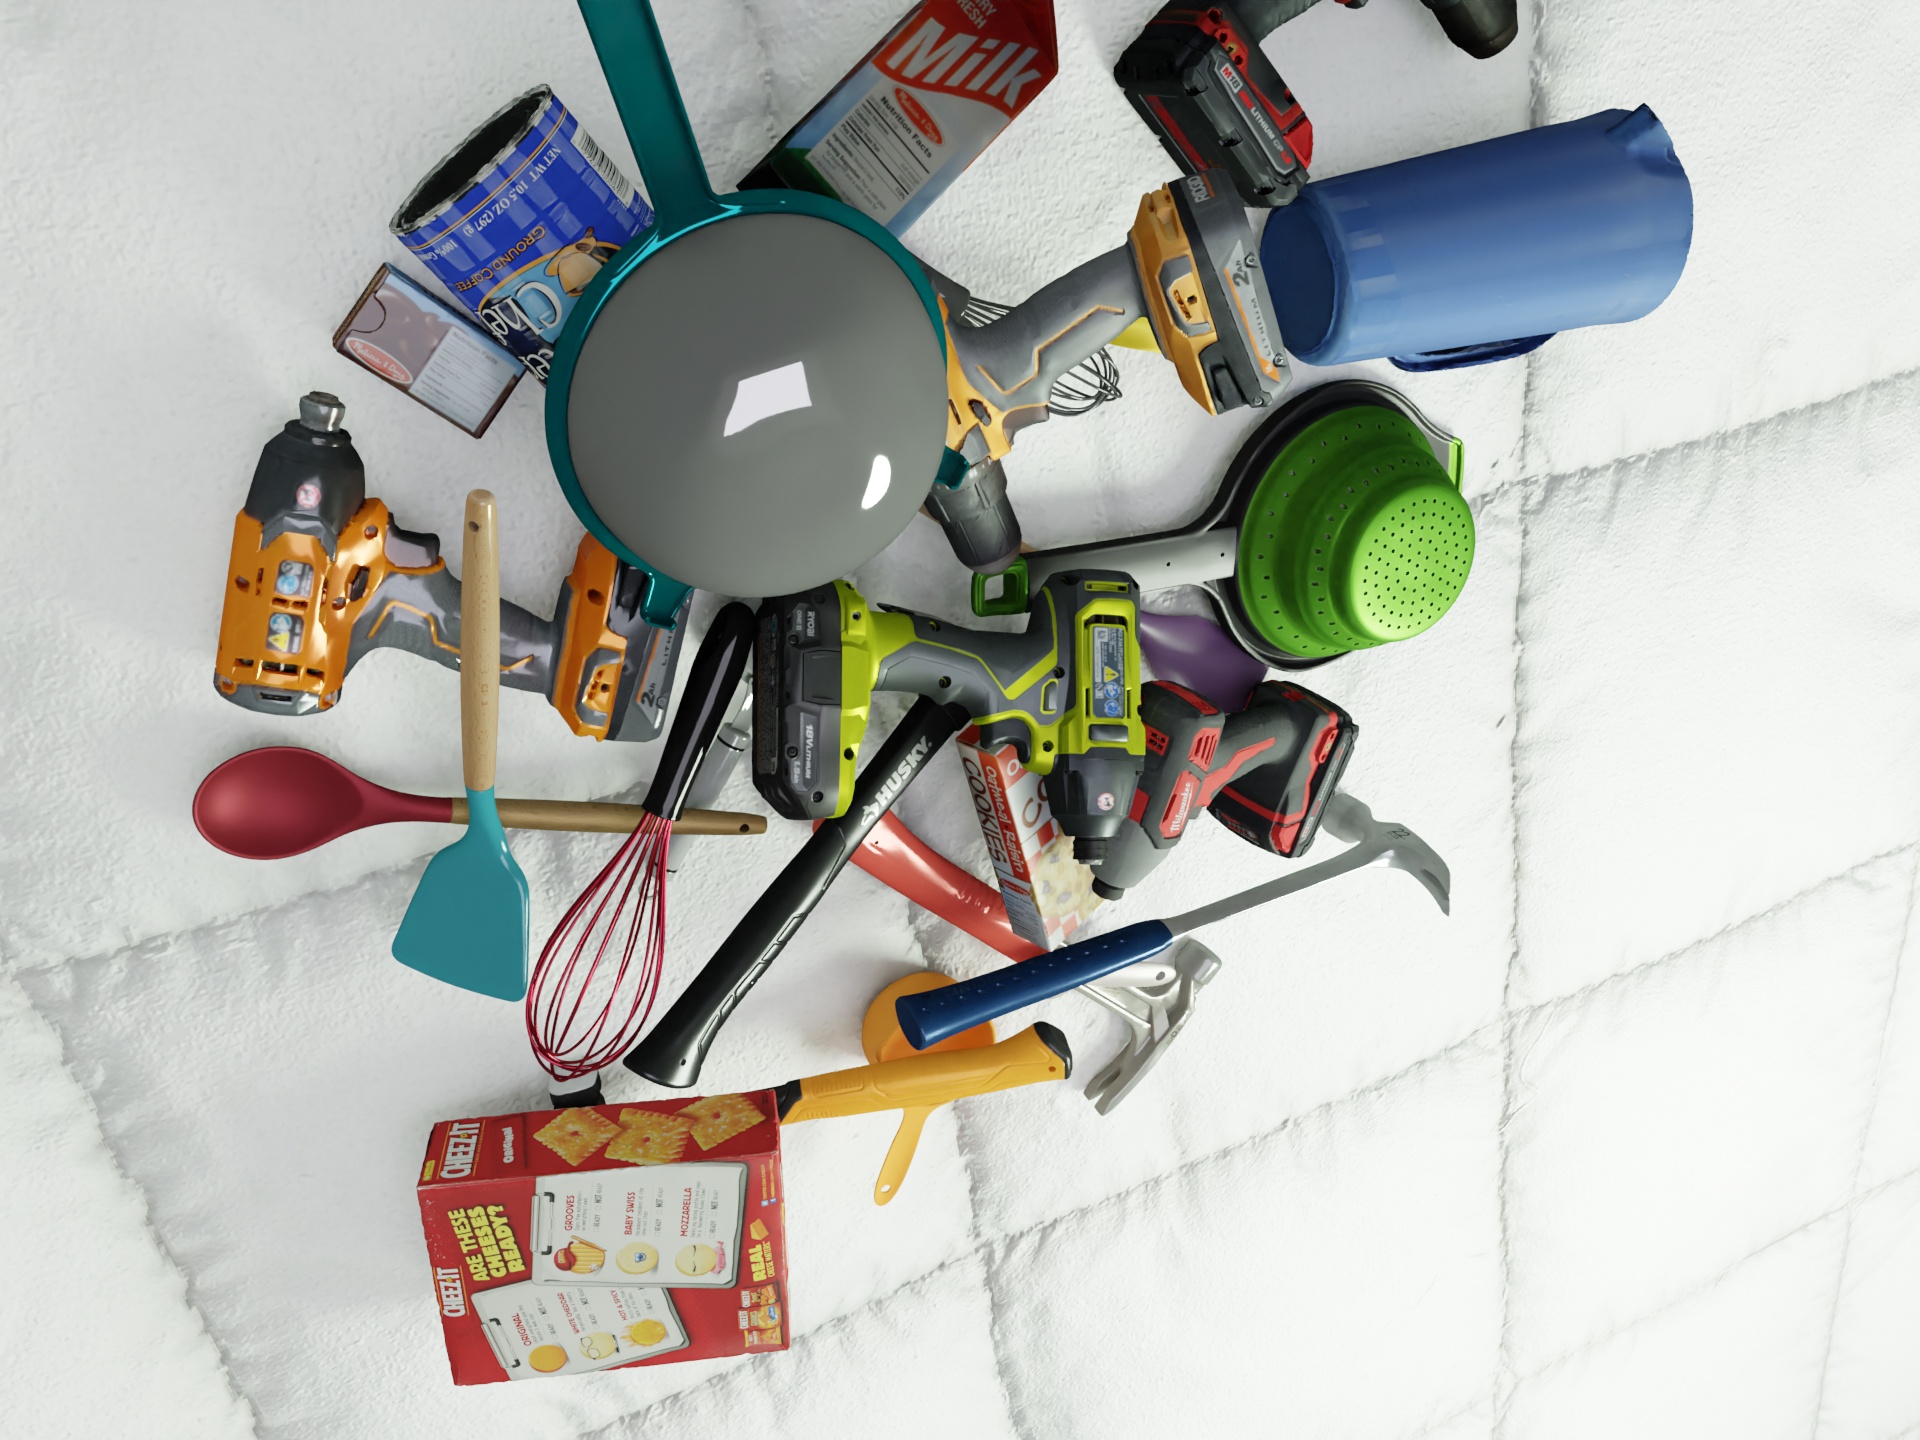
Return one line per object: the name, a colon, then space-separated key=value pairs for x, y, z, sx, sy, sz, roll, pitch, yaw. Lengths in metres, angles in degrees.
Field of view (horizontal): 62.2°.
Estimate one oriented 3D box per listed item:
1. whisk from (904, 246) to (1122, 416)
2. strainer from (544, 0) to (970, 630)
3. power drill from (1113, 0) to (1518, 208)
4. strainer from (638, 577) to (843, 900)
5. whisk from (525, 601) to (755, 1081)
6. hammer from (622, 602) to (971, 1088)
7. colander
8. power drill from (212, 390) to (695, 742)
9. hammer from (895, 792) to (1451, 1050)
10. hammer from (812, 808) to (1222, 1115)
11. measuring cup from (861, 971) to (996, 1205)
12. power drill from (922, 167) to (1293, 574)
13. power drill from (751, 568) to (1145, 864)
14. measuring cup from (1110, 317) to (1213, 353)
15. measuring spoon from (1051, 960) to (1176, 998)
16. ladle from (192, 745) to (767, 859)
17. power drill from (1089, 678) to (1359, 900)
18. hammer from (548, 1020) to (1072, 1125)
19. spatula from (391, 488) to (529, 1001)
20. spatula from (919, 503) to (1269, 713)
whisk: x=-0.002 y=-0.239 z=0.909 sx=0.238 sy=0.055 sz=0.055 roll=24 pitch=101 yaw=-28
strainer: x=-0.097 y=-0.180 z=0.720 sx=0.211 sy=0.095 sz=0.340 roll=-28 pitch=136 yaw=-11
power drill: x=0.219 y=-0.403 z=0.921 sx=0.226 sy=0.080 sz=0.187 roll=-50 pitch=124 yaw=-1
strainer: x=-0.131 y=0.004 z=0.961 sx=0.086 sy=0.050 sz=0.258 roll=21 pitch=106 yaw=-37
whisk: x=-0.177 y=0.071 z=0.906 sx=0.073 sy=0.073 sz=0.296 roll=19 pitch=96 yaw=-31
hammer: x=-0.084 y=0.078 z=0.953 sx=0.335 sy=0.035 sz=0.146 roll=-52 pitch=130 yaw=-21
colander: x=0.199 y=-0.101 z=1.022 sx=0.397 sy=0.095 sz=0.204 roll=-12 pitch=117 yaw=-25
power drill: x=-0.261 y=-0.075 z=0.838 sx=0.226 sy=0.084 sz=0.164 roll=8 pitch=109 yaw=-24
hammer: x=0.150 y=0.143 z=1.086 sx=0.405 sy=0.144 sz=0.035 roll=-17 pitch=116 yaw=-21
hammer: x=0.032 y=0.155 z=1.111 sx=0.358 sy=0.037 sz=0.149 roll=35 pitch=95 yaw=-34
measuring cup: x=-0.038 y=0.256 z=1.115 sx=0.095 sy=0.052 sz=0.173 roll=9 pitch=110 yaw=-29
power drill: x=0.063 y=-0.184 z=0.881 sx=0.226 sy=0.084 sz=0.185 roll=-18 pitch=126 yaw=11
power drill: x=-0.001 y=-0.003 z=0.909 sx=0.223 sy=0.080 sz=0.171 roll=1 pitch=86 yaw=-20
measuring cup: x=0.122 y=-0.238 z=0.984 sx=0.156 sy=0.029 sz=0.062 roll=10 pitch=109 yaw=-17
measuring spoon: x=0.105 y=0.183 z=1.128 sx=0.124 sy=0.018 sz=0.034 roll=4 pitch=111 yaw=-29
ladle: x=-0.264 y=0.052 z=0.909 sx=0.315 sy=0.031 sz=0.069 roll=4 pitch=113 yaw=-22
power drill: x=0.165 y=0.043 z=1.048 sx=0.219 sy=0.079 sz=0.143 roll=-4 pitch=119 yaw=-50
hammer: x=-0.092 y=0.255 z=1.049 sx=0.337 sy=0.034 sz=0.127 roll=-9 pitch=117 yaw=-5
spatula: x=-0.251 y=0.020 z=0.819 sx=0.082 sy=0.044 sz=0.317 roll=18 pitch=130 yaw=5
spatula: x=0.091 y=-0.076 z=1.042 sx=0.315 sy=0.018 sz=0.060 roll=26 pitch=97 yaw=-33
